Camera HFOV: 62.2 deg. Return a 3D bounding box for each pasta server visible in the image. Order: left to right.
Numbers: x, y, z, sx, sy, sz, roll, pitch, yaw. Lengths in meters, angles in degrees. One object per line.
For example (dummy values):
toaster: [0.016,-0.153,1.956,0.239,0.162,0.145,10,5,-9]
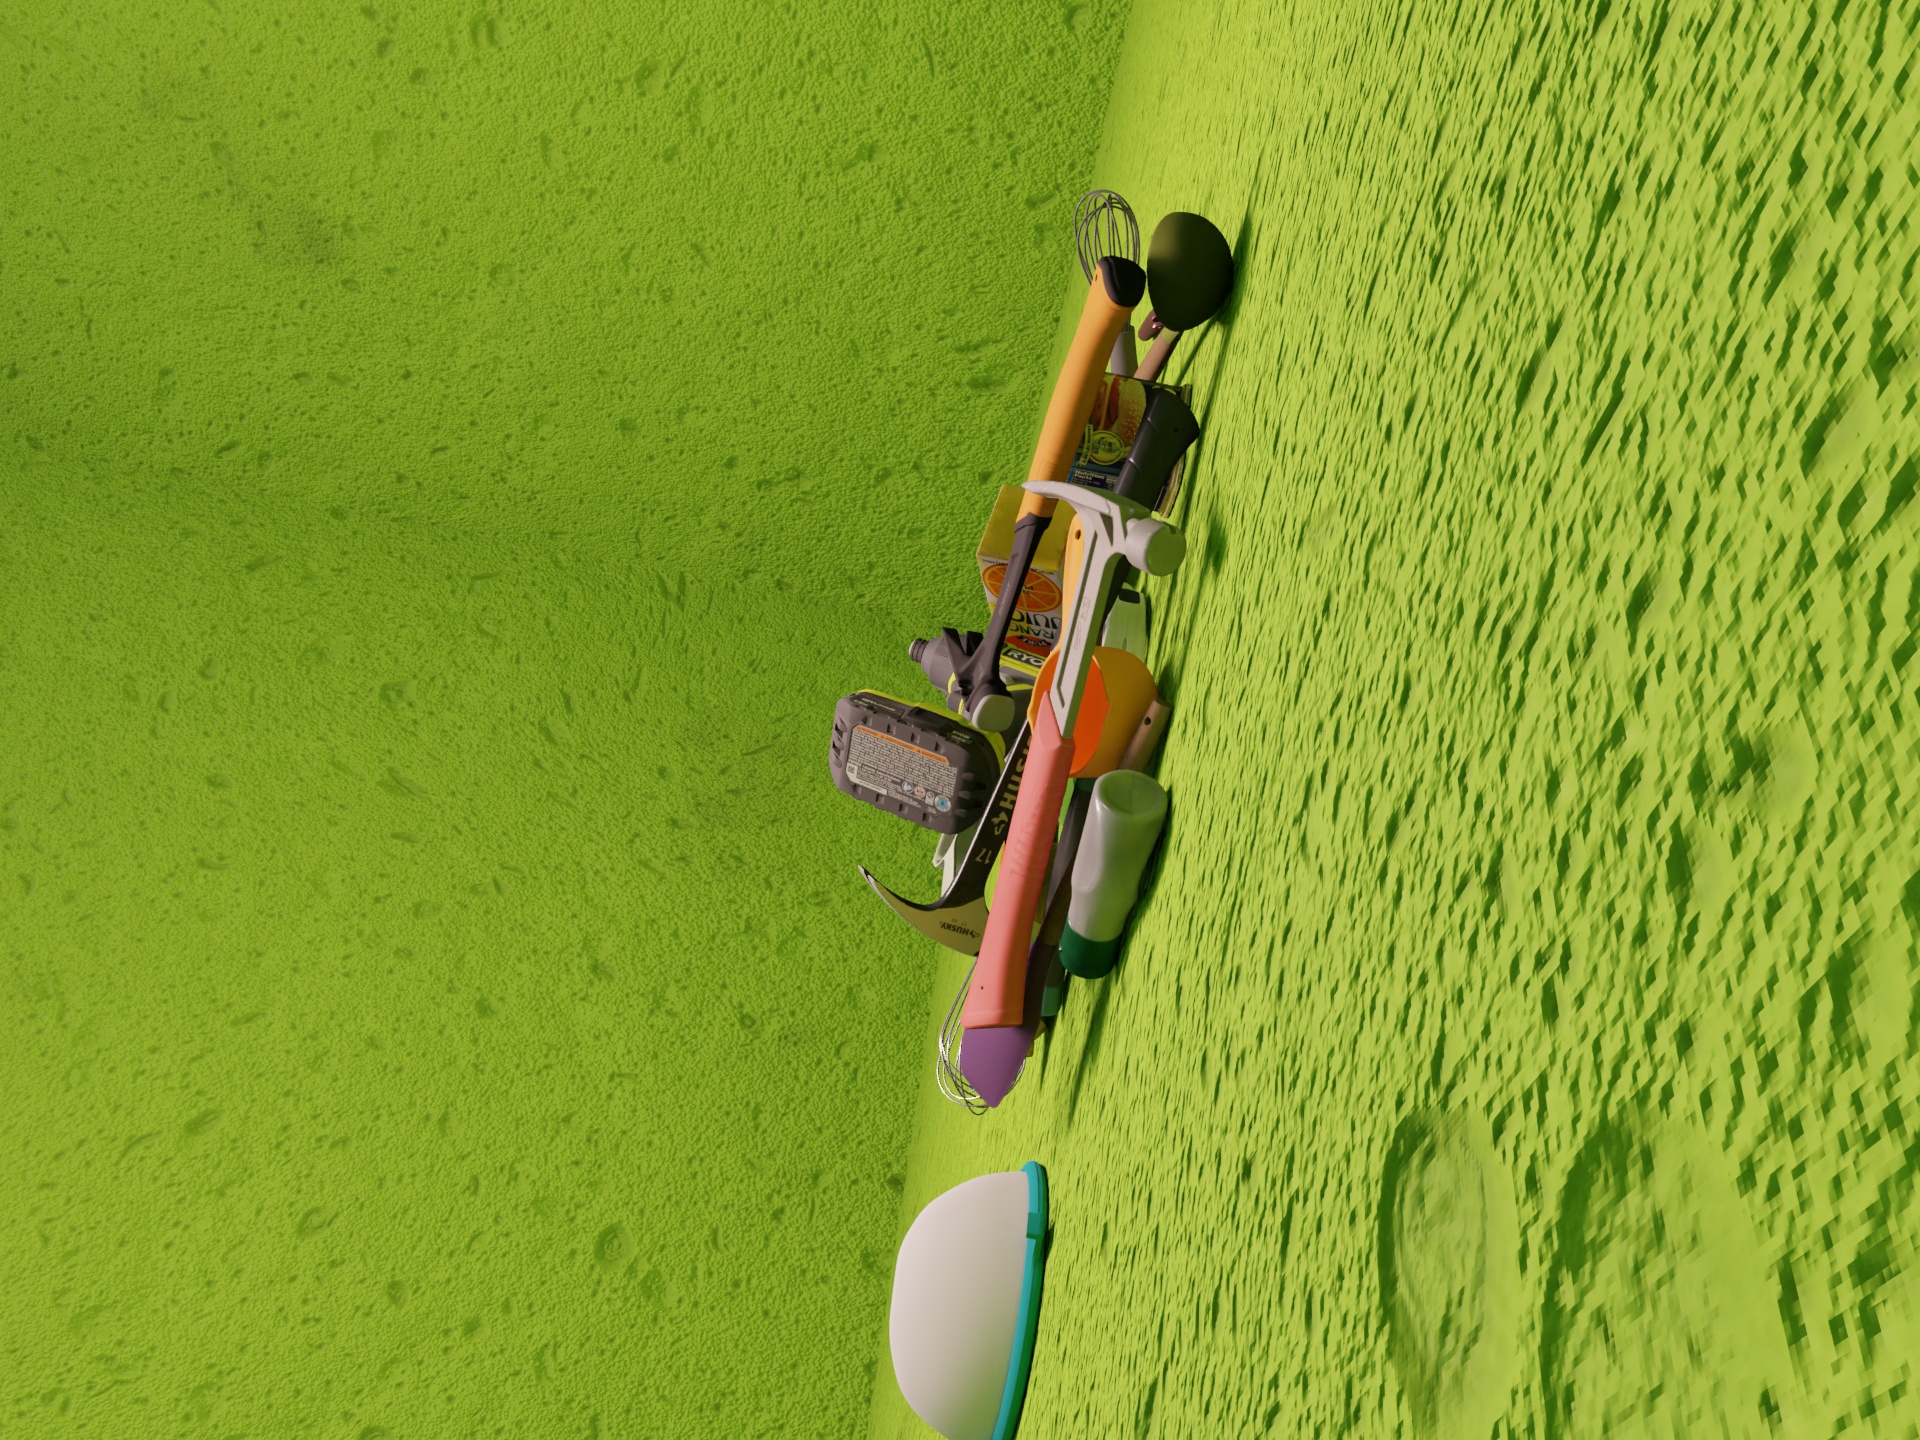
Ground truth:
pasta server: [0.164,-0.345,1.335,0.316,0.040,0.060,-85,-8,-84]

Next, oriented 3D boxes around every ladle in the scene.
ladle: [0.139,-0.280,1.181,0.320,0.062,0.078,123,163,-80]

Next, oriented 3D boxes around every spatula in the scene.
spatula: [0.066,0.121,1.039,0.060,0.018,0.315,44,120,38]

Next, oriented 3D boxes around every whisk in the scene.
whisk: [0.032,0.166,1.210,0.070,0.070,0.285,103,180,-52]
whisk: [0.131,-0.325,1.328,0.055,0.055,0.238,-82,-16,-56]

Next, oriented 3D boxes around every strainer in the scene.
strainer: [-0.006,0.419,1.215,0.340,0.095,0.211,-168,89,-87]

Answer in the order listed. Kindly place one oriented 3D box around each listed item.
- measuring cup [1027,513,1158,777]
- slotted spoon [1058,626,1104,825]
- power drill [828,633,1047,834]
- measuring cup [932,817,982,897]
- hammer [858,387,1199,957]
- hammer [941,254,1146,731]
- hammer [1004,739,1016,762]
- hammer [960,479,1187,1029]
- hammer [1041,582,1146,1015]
measuring cup: [0.092,-0.047,1.041,0.095,0.052,0.174,-7,79,59]
slotted spoon: [0.115,-0.059,1.364,0.070,0.031,0.314,76,-154,-83]
power drill: [-0.002,-0.004,1.251,0.223,0.171,0.080,-37,-37,-56]
measuring cup: [0.008,0.109,1.219,0.168,0.038,0.083,-83,19,-62]
hammer: [0.063,-0.031,1.087,0.036,0.149,0.409,32,101,61]
hammer: [0.057,-0.162,1.114,0.127,0.034,0.336,-109,32,-54]
hammer: [0.080,-0.078,1.620,0.144,0.035,0.406,126,163,-65]
hammer: [0.050,0.030,1.015,0.149,0.036,0.359,36,117,55]
hammer: [0.094,0.063,1.206,0.128,0.033,0.331,-83,4,-79]
